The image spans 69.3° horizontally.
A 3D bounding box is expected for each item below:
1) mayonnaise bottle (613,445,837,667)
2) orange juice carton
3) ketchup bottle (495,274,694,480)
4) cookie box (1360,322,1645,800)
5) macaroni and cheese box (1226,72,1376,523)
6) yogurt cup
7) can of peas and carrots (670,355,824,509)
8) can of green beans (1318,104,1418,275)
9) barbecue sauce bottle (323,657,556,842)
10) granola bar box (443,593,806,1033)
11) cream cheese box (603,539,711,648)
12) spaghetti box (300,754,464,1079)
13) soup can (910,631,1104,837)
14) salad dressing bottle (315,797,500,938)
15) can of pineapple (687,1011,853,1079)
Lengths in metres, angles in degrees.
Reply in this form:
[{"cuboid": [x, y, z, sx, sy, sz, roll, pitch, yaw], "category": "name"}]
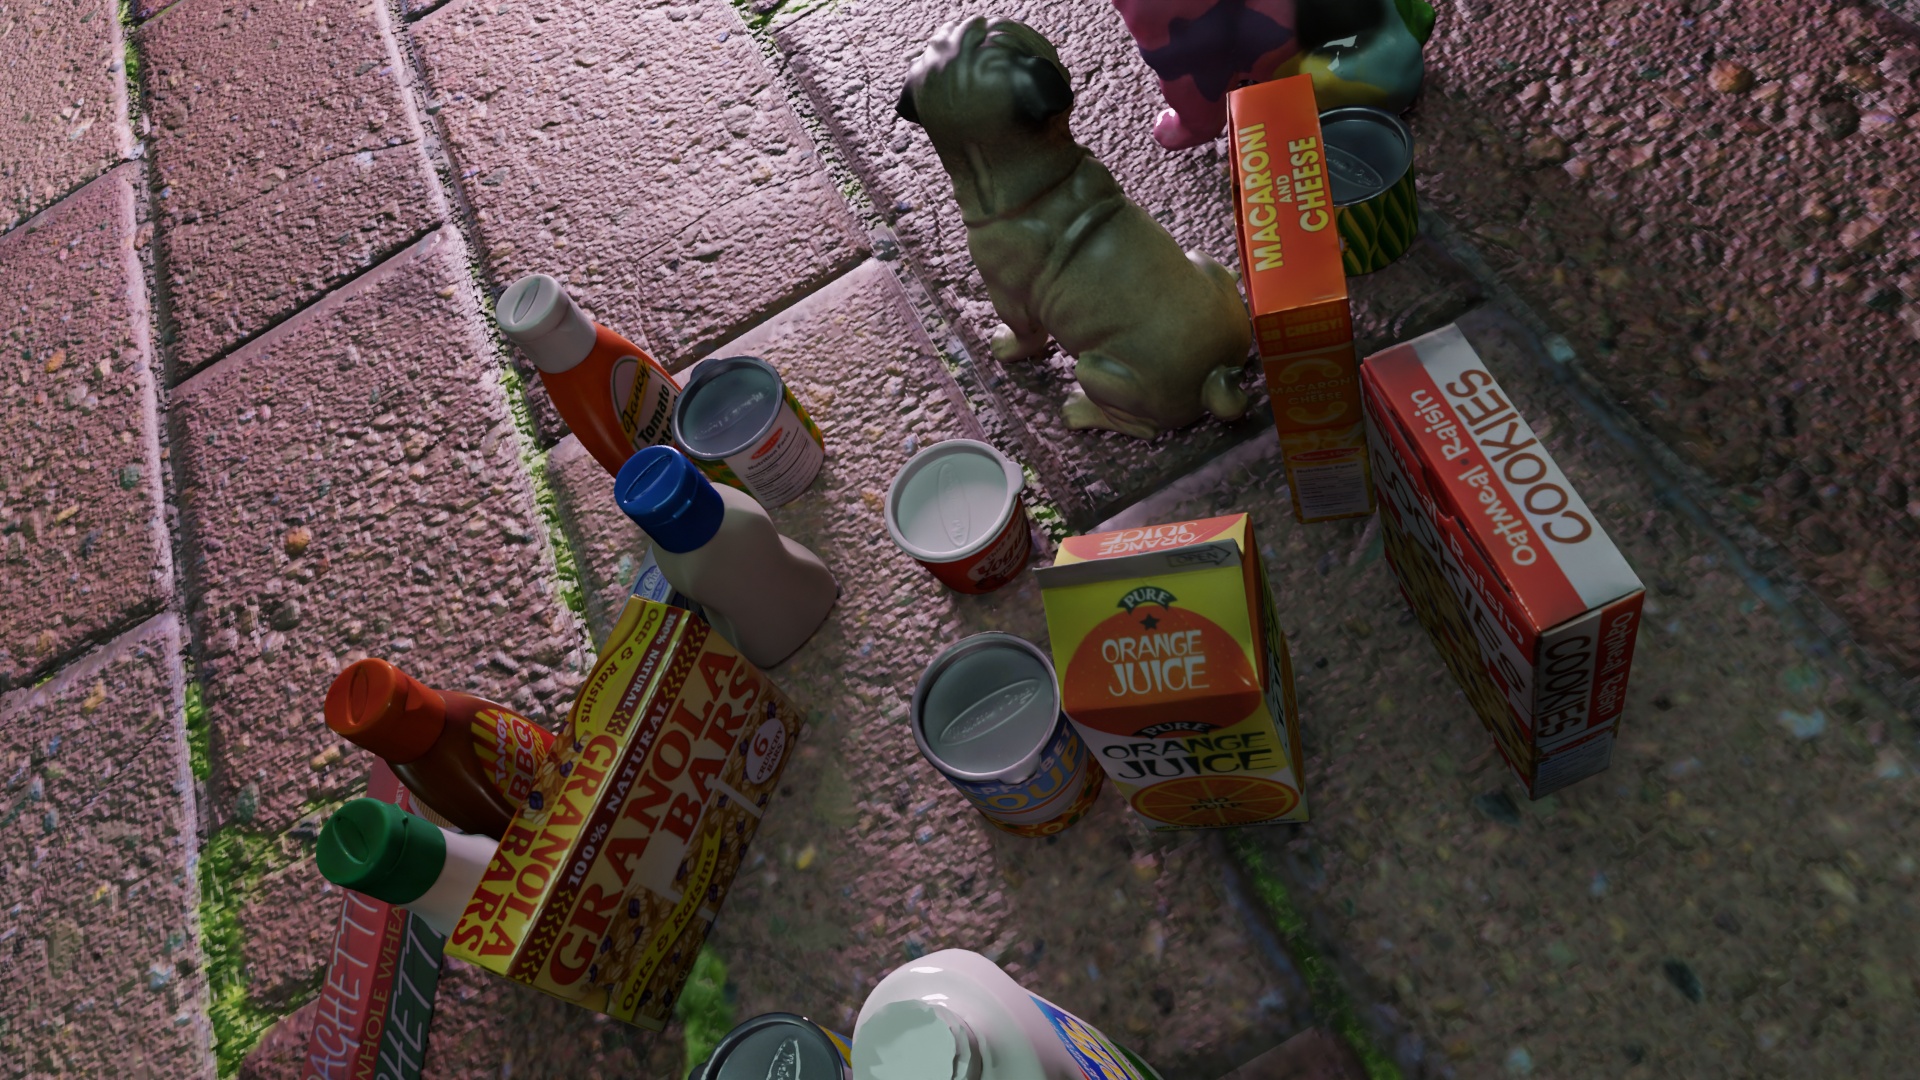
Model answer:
[{"cuboid": [-0.113, 0.007, 0.668, 0.041, 0.147, 0.065, 37, 79, 33], "category": "mayonnaise bottle"}, {"cuboid": [0.087, 0.049, 0.541, 0.072, 0.192, 0.073, -8, 59, 17], "category": "orange juice carton"}, {"cuboid": [-0.194, -0.084, 0.751, 0.043, 0.148, 0.065, 6, 64, 24], "category": "ketchup bottle"}, {"cuboid": [0.203, 0.014, 0.533, 0.040, 0.167, 0.123, -25, 56, 6], "category": "cookie box"}, {"cuboid": [0.153, -0.101, 0.619, 0.040, 0.166, 0.124, -9, 59, 16], "category": "macaroni and cheese box"}, {"cuboid": [0.002, -0.009, 0.691, 0.072, 0.053, 0.073, -9, 59, 16], "category": "yogurt cup"}, {"cuboid": [-0.117, -0.060, 0.762, 0.071, 0.058, 0.071, -9, 59, 16], "category": "can of peas and carrots"}, {"cuboid": [0.199, -0.178, 0.712, 0.071, 0.057, 0.071, -9, 59, 16], "category": "can of green beans"}, {"cuboid": [-0.238, 0.101, 0.660, 0.043, 0.148, 0.065, -17, 57, 11], "category": "barbecue sauce bottle"}, {"cuboid": [-0.141, 0.125, 0.624, 0.039, 0.123, 0.166, 13, 67, 27], "category": "granola bar box"}, {"cuboid": [-0.150, 0.037, 0.722, 0.024, 0.053, 0.104, 8, 65, 25], "category": "cream cheese box"}, {"cuboid": [-0.279, 0.209, 0.673, 0.028, 0.050, 0.251, -10, 59, 16], "category": "spaghetti box"}, {"cuboid": [0.024, 0.089, 0.608, 0.071, 0.083, 0.071, -9, 59, 16], "category": "soup can"}, {"cuboid": [-0.224, 0.155, 0.625, 0.044, 0.147, 0.064, -46, 56, -8], "category": "salad dressing bottle"}, {"cuboid": [-0.069, 0.233, 0.575, 0.071, 0.057, 0.071, -9, 59, 16], "category": "can of pineapple"}]
